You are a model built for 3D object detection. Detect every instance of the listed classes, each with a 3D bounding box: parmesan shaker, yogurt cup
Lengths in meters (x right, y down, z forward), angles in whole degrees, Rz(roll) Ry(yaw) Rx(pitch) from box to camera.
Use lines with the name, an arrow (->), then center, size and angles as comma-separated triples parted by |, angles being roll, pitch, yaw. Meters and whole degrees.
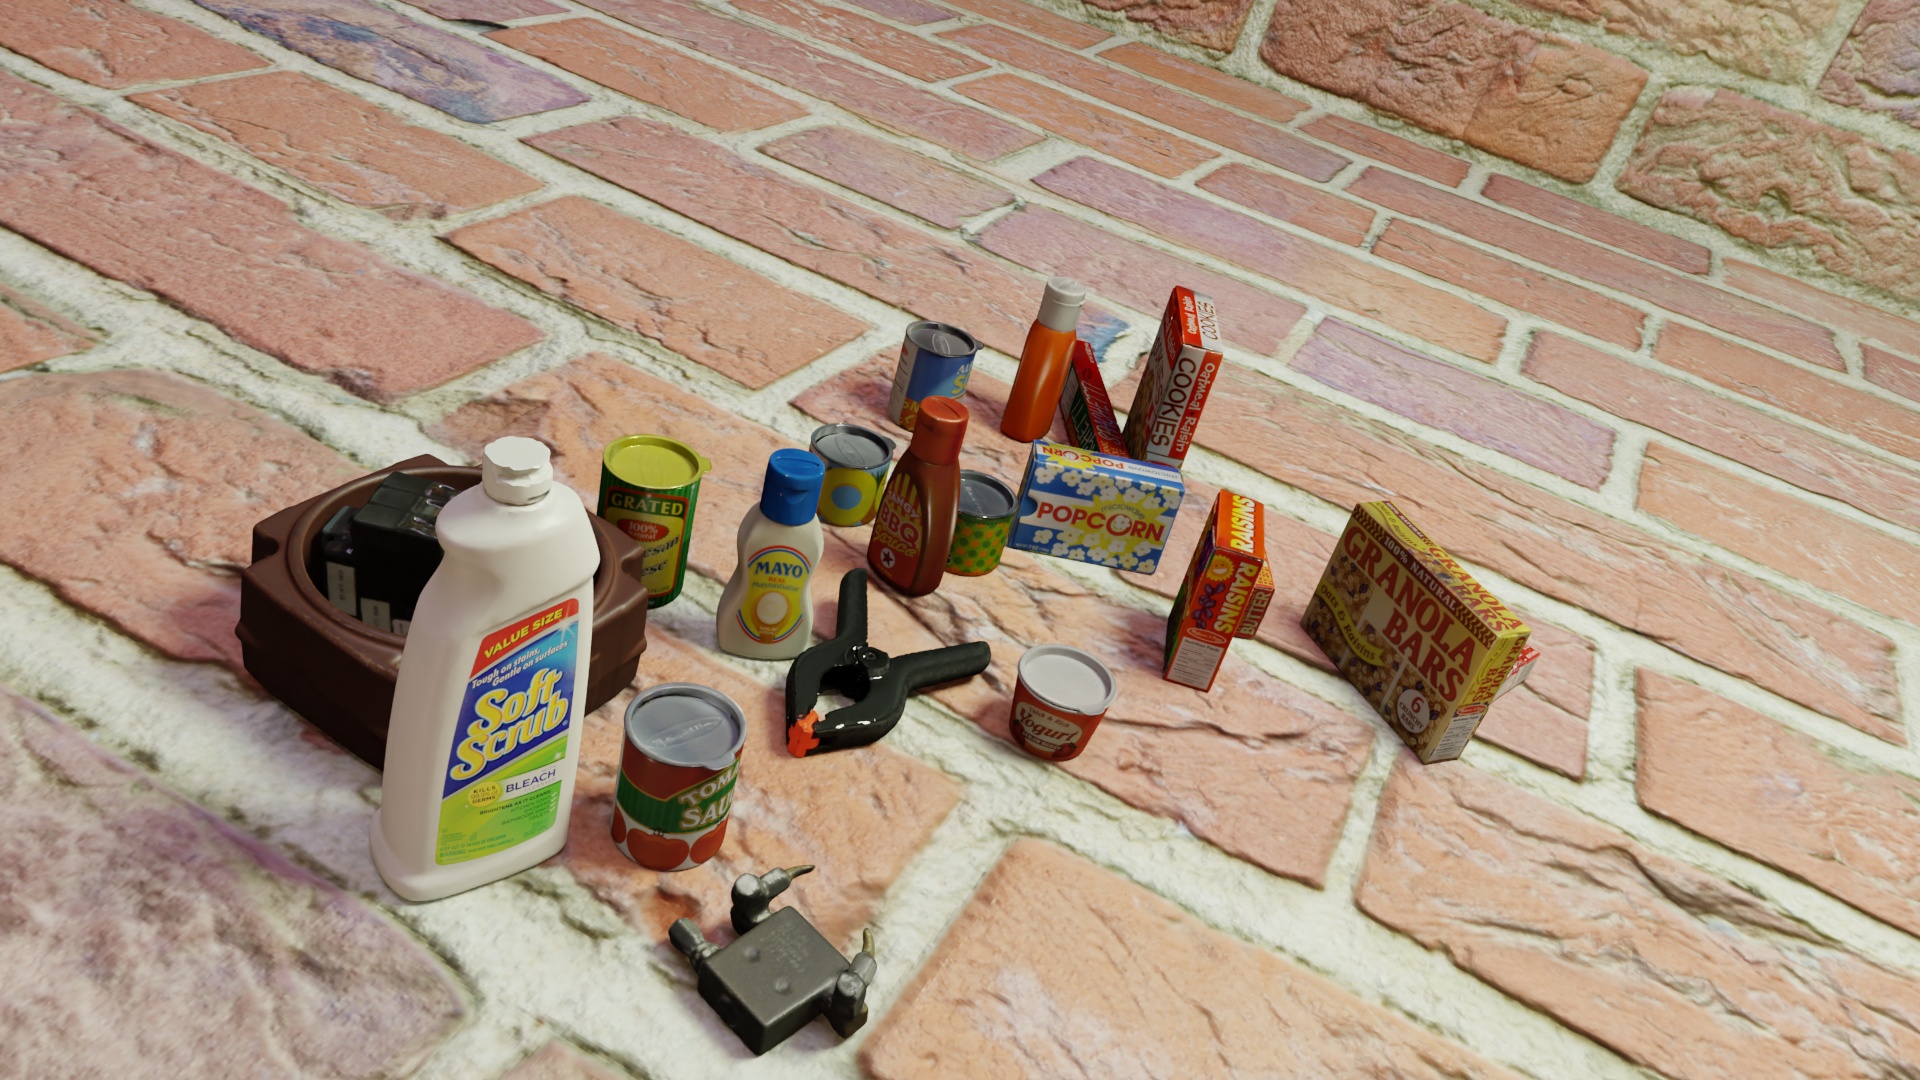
parmesan shaker -> -0.212, -0.012, 0.948 | 0.071, 0.102, 0.072 | 11, 33, -7
yogurt cup -> 0.065, 0.110, 0.930 | 0.072, 0.053, 0.073 | 11, 33, -7

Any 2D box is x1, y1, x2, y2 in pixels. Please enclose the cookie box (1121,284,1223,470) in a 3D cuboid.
cookie box -> 0.183, -0.124, 1.230 | 0.040, 0.166, 0.123 | 13, 32, -4

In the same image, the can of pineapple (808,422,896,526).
can of pineapple -> -0.090, -0.052, 1.104 | 0.071, 0.057, 0.071 | 11, 33, -7

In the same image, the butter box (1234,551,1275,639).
butter box -> 0.229, 0.029, 1.125 | 0.024, 0.052, 0.104 | 13, 33, -5

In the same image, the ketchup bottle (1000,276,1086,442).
ketchup bottle -> 0.078, -0.165, 1.264 | 0.043, 0.148, 0.065 | 26, 33, 15

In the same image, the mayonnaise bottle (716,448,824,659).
mayonnaise bottle -> -0.120, 0.010, 0.913 | 0.065, 0.147, 0.041 | 7, 33, -14

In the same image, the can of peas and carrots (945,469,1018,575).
can of peas and carrots -> 0.004, -0.014, 1.086 | 0.071, 0.058, 0.071 | 11, 33, -7

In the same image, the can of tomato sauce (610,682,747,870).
can of tomato sauce -> -0.156, 0.133, 0.773 | 0.071, 0.082, 0.071 | 11, 33, -7

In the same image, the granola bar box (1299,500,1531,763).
granola bar box -> 0.339, 0.066, 1.050 | 0.039, 0.123, 0.166 | -2, 37, -27

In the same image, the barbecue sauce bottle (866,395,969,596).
barbecue sauce bottle -> -0.028, -0.034, 1.020 | 0.044, 0.147, 0.065 | -17, 45, -41

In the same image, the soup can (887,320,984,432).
soup can -> -0.023, -0.145, 1.250 | 0.071, 0.083, 0.072 | 11, 33, -7

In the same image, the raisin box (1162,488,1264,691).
raisin box -> 0.187, 0.037, 1.030 | 0.040, 0.122, 0.086 | 18, 32, 2

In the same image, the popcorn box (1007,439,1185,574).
popcorn box -> 0.109, -0.026, 1.126 | 0.127, 0.084, 0.038 | 11, 33, -8

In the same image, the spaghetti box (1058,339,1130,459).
spaghetti box -> 0.120, -0.110, 1.290 | 0.029, 0.050, 0.251 | 9, 33, -12
